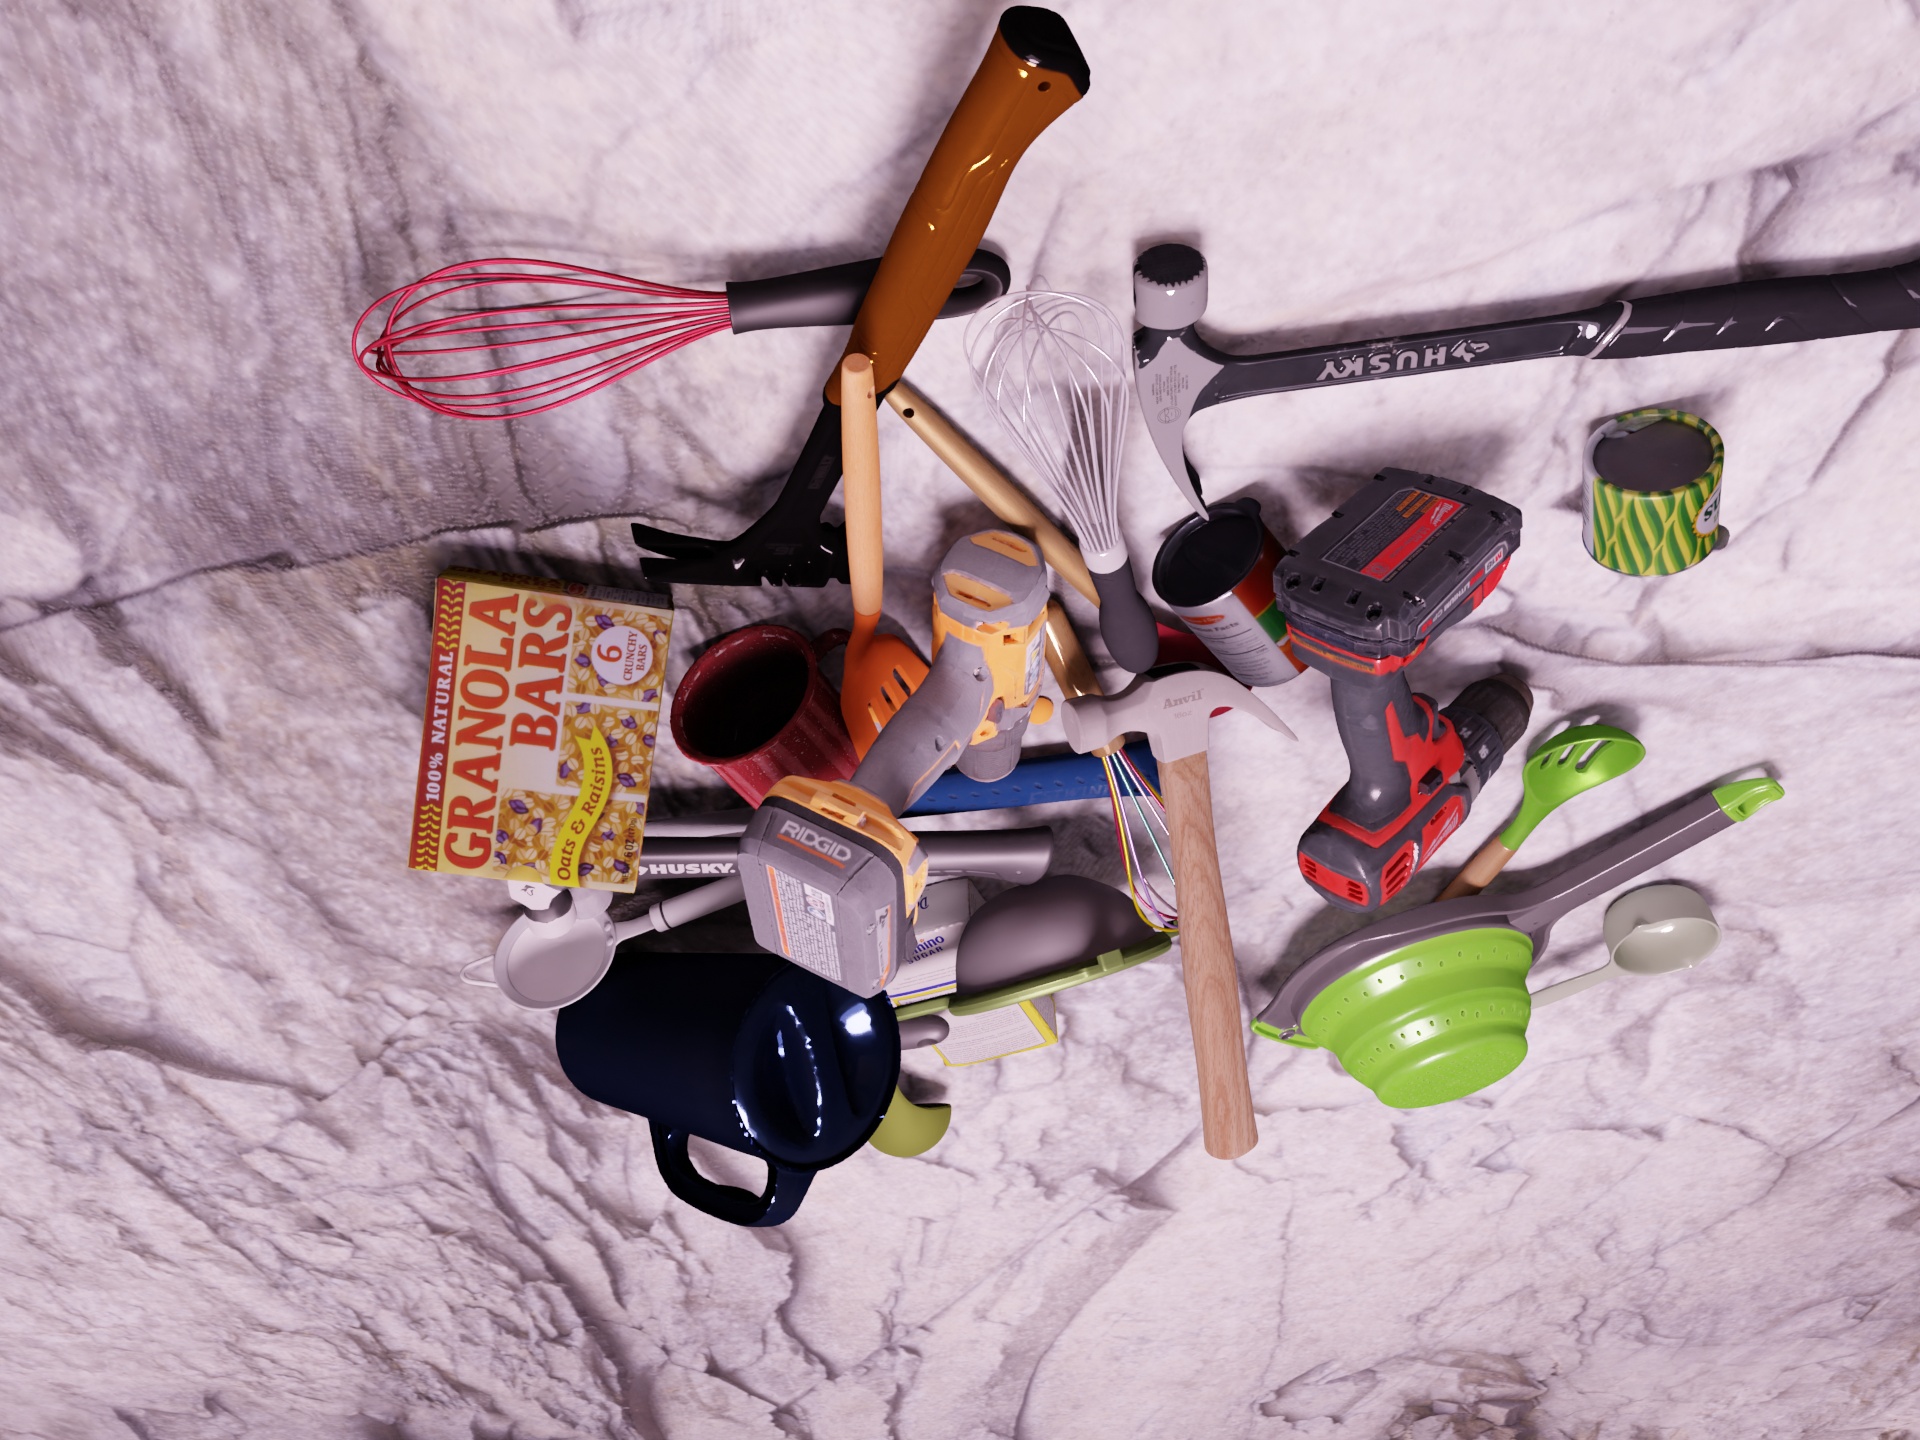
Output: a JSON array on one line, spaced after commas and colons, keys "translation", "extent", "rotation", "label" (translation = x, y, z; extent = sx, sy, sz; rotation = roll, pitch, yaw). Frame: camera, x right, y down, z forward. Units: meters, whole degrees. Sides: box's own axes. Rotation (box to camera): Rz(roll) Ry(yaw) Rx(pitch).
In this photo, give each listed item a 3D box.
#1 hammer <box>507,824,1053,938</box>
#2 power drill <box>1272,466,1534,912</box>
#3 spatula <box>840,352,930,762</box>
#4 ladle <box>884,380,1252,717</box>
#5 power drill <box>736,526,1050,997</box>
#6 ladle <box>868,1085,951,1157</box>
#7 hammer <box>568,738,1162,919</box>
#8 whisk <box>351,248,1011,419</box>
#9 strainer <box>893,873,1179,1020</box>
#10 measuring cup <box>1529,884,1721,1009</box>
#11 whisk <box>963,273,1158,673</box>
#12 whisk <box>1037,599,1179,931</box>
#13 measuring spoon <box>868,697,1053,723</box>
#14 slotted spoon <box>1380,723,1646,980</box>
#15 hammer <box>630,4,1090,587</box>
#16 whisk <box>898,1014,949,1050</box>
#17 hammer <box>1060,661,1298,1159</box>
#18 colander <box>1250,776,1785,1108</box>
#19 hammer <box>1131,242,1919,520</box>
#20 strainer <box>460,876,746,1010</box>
[{"translation": [-0.110, 0.080, 0.977], "extent": [0.334, 0.035, 0.146], "rotation": [-1, 140, -3], "label": "hammer"}, {"translation": [0.253, -0.023, 0.866], "extent": [0.188, 0.080, 0.226], "rotation": [-39, 136, -26], "label": "power drill"}, {"translation": [-0.039, -0.068, 0.803], "extent": [0.041, 0.081, 0.322], "rotation": [29, 155, 14], "label": "spatula"}, {"translation": [0.065, -0.083, 0.864], "extent": [0.069, 0.031, 0.315], "rotation": [-31, 130, 26], "label": "ladle"}, {"translation": [-0.022, 0.032, 0.843], "extent": [0.084, 0.226, 0.185], "rotation": [24, 149, 15], "label": "power drill"}, {"translation": [-0.067, 0.236, 1.219], "extent": [0.078, 0.062, 0.319], "rotation": [-7, 132, 7], "label": "ladle"}, {"translation": [-0.077, 0.052, 1.001], "extent": [0.405, 0.035, 0.143], "rotation": [-8, 139, 5], "label": "hammer"}, {"translation": [-0.123, -0.183, 0.717], "extent": [0.296, 0.073, 0.073], "rotation": [-8, 139, -4], "label": "whisk"}, {"translation": [0.009, 0.152, 1.045], "extent": [0.256, 0.069, 0.151], "rotation": [-18, 174, 22], "label": "strainer"}, {"translation": [0.472, 0.170, 1.171], "extent": [0.083, 0.038, 0.167], "rotation": [31, 131, -33], "label": "measuring cup"}, {"translation": [0.062, -0.103, 0.769], "extent": [0.070, 0.070, 0.284], "rotation": [-12, 146, 10], "label": "whisk"}, {"translation": [0.094, 0.035, 0.943], "extent": [0.047, 0.051, 0.244], "rotation": [-20, 118, 16], "label": "whisk"}, {"translation": [-0.002, -0.003, 0.960], "extent": [0.117, 0.011, 0.021], "rotation": [-1, 139, -2], "label": "measuring spoon"}, {"translation": [0.360, 0.096, 1.087], "extent": [0.070, 0.031, 0.313], "rotation": [7, 140, -14], "label": "slotted spoon"}, {"translation": [-0.043, -0.165, 0.701], "extent": [0.127, 0.034, 0.336], "rotation": [-2, 150, -29], "label": "hammer"}, {"translation": [-0.119, 0.230, 1.167], "extent": [0.239, 0.055, 0.055], "rotation": [-7, 140, 22], "label": "whisk"}, {"translation": [0.147, 0.120, 0.946], "extent": [0.130, 0.031, 0.331], "rotation": [-17, 114, -13], "label": "hammer"}, {"translation": [0.395, 0.172, 1.101], "extent": [0.397, 0.095, 0.204], "rotation": [-36, 142, 27], "label": "colander"}, {"translation": [0.287, -0.179, 0.759], "extent": [0.409, 0.036, 0.149], "rotation": [-6, 140, 3], "label": "hammer"}, {"translation": [-0.208, 0.137, 1.070], "extent": [0.258, 0.087, 0.050], "rotation": [-21, 141, 5], "label": "strainer"}]
